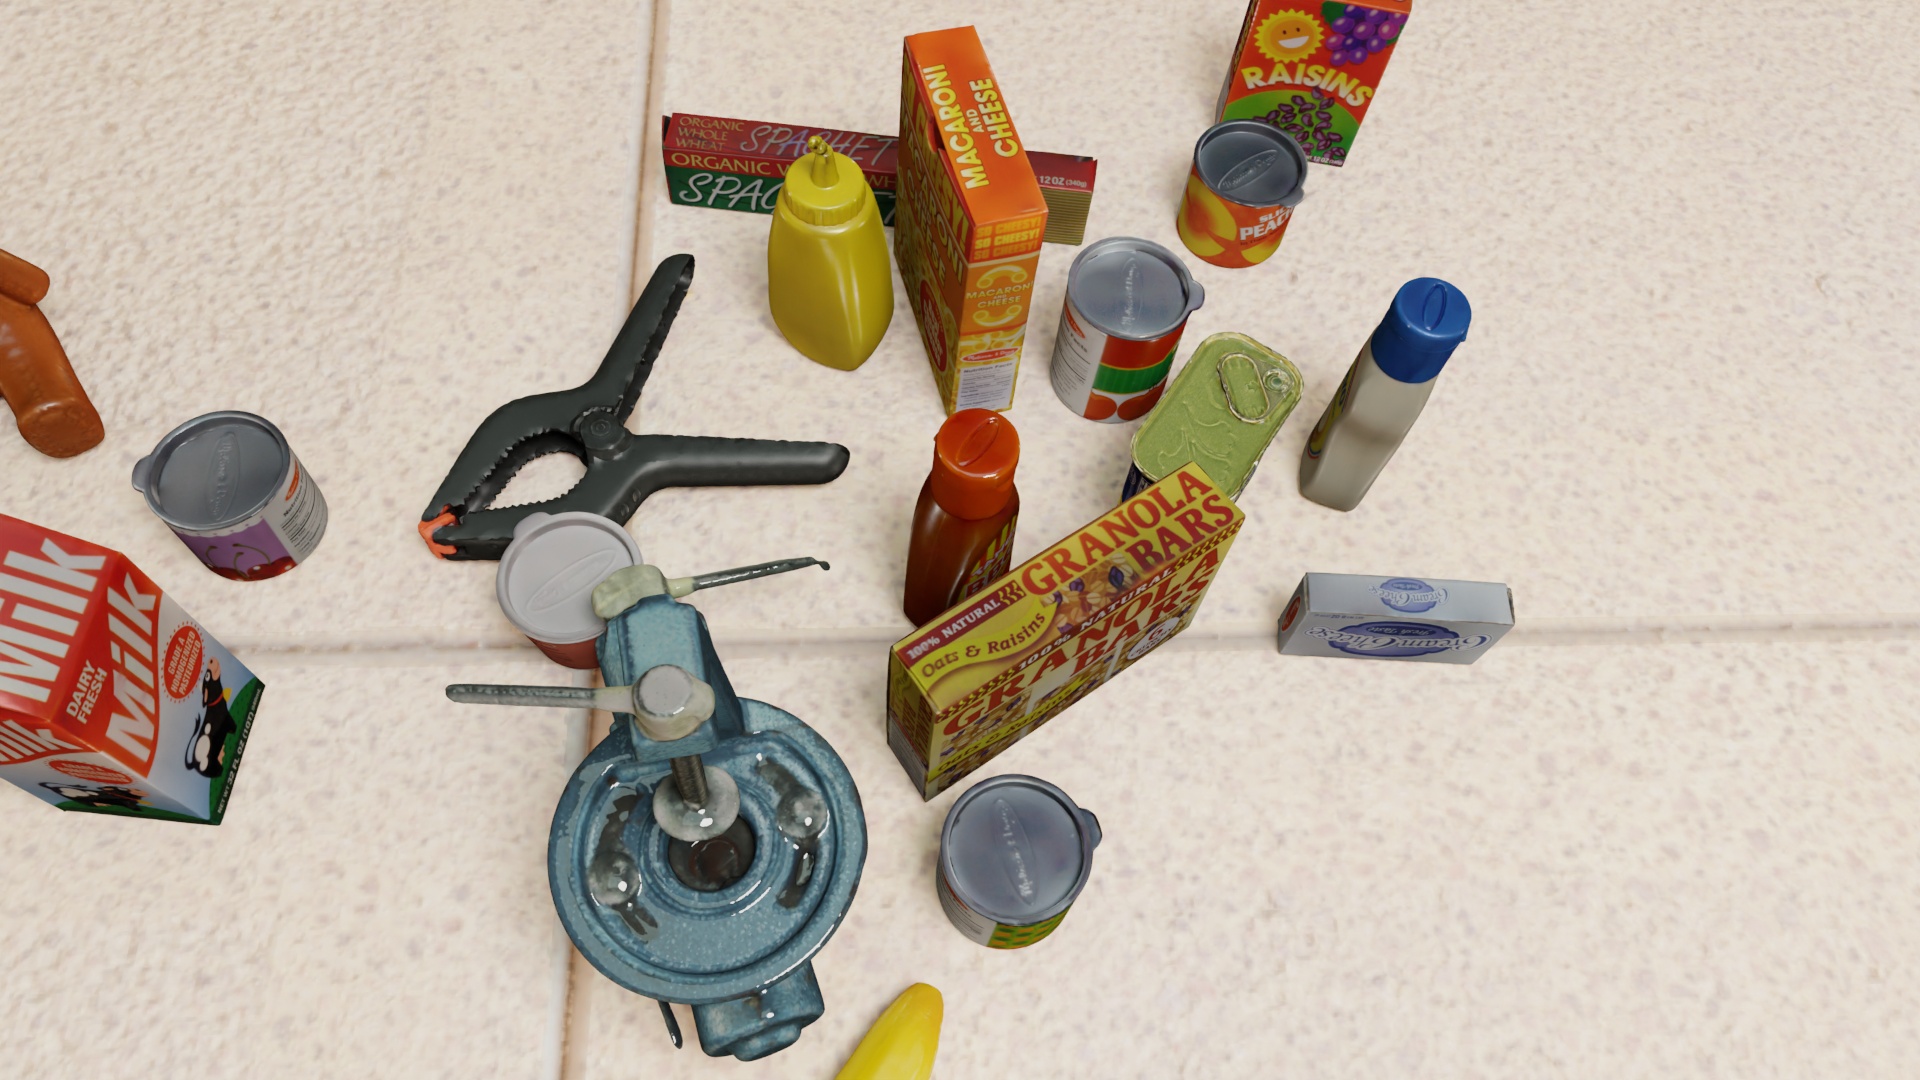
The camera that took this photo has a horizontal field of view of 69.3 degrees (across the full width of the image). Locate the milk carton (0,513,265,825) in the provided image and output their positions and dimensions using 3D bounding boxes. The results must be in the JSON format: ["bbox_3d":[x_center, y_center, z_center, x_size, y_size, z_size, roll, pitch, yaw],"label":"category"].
[{"bbox_3d":[-0.365,0.055,0.566,0.073,0.189,0.072,6,62,-1],"label":"milk carton"}]

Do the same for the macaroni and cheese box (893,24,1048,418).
[{"bbox_3d":[0.000,-0.158,0.719,0.040,0.165,0.124,-13,64,-10],"label":"macaroni and cheese box"}]

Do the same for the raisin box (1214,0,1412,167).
[{"bbox_3d":[0.207,-0.285,0.826,0.086,0.122,0.040,11,63,2],"label":"raisin box"}]

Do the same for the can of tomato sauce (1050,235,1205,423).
[{"bbox_3d":[0.087,-0.112,0.748,0.071,0.082,0.071,2,62,-3],"label":"can of tomato sauce"}]

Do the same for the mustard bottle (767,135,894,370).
[{"bbox_3d":[-0.067,-0.151,0.714,0.065,0.159,0.049,27,64,10],"label":"mustard bottle"}]

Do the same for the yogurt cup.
[{"bbox_3d":[-0.184,0.028,0.671,0.072,0.053,0.073,2,62,-3],"label":"yogurt cup"}]

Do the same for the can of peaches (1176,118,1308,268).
[{"bbox_3d":[0.165,-0.201,0.815,0.071,0.057,0.071,2,62,-3],"label":"can of peaches"}]

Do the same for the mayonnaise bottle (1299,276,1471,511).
[{"bbox_3d":[0.212,-0.074,0.701,0.041,0.147,0.065,20,63,6],"label":"mayonnaise bottle"}]

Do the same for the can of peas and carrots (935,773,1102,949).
[{"bbox_3d":[0.025,0.144,0.623,0.071,0.058,0.071,2,62,-3],"label":"can of peas and carrots"}]

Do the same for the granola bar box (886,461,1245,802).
[{"bbox_3d":[0.043,0.043,0.640,0.166,0.123,0.039,-31,69,-18],"label":"granola bar box"}]

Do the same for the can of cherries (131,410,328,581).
[{"bbox_3d":[-0.356,-0.021,0.681,0.071,0.058,0.072,2,62,-3],"label":"can of cherries"}]

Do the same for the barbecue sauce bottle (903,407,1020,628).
[{"bbox_3d":[0.002,-0.008,0.650,0.044,0.148,0.065,34,65,13],"label":"barbecue sauce bottle"}]

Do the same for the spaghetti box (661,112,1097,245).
[{"bbox_3d":[-0.048,-0.209,0.808,0.250,0.050,0.029,6,62,-1],"label":"spaghetti box"}]

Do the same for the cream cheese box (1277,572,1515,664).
[{"bbox_3d":[0.216,0.040,0.695,0.104,0.053,0.024,3,63,-3],"label":"cream cheese box"}]
